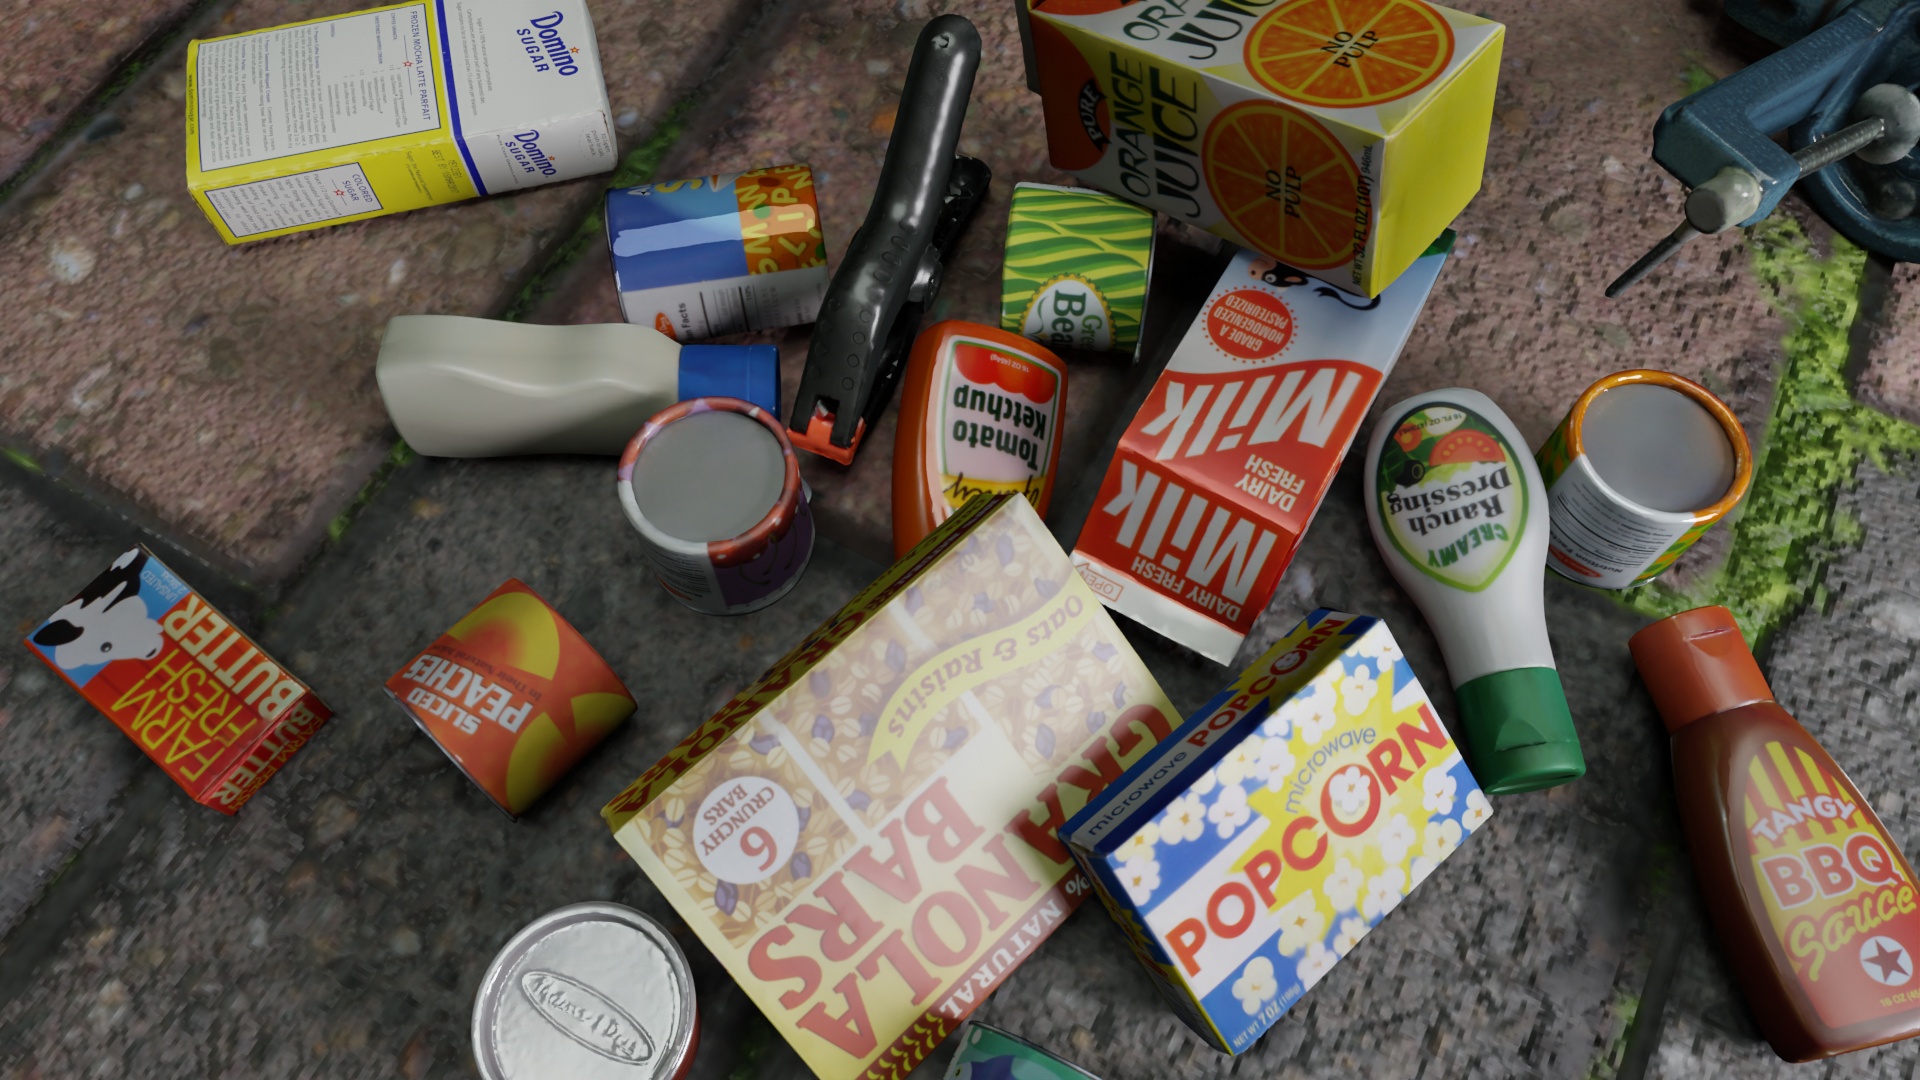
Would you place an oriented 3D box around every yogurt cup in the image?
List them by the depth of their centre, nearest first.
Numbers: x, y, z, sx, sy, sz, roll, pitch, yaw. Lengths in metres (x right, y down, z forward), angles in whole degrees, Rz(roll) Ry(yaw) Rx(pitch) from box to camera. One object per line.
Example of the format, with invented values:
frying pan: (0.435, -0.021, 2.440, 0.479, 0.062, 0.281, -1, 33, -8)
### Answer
yogurt cup: (-0.115, 0.155, 0.444, 0.072, 0.053, 0.072, 0, 64, 0)

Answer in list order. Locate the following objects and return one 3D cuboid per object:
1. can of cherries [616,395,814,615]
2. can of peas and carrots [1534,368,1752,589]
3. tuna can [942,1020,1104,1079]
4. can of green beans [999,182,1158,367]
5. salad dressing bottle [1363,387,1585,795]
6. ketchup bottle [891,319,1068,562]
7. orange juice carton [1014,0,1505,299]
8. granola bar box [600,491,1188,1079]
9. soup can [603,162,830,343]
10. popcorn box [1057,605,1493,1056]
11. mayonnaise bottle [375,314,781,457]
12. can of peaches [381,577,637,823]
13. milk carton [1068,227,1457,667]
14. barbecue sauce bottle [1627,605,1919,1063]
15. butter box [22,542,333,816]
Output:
can of cherries: (-0.090, -0.015, 0.526, 0.071, 0.058, 0.072, 0, 64, 1)
can of peas and carrots: (0.255, -0.025, 0.528, 0.071, 0.058, 0.071, 0, 64, 0)
tuna can: (0.027, 0.178, 0.424, 0.071, 0.070, 0.033, 24, 68, 12)
can of green beans: (0.048, -0.111, 0.569, 0.058, 0.071, 0.071, 6, 64, 4)
salad dressing bottle: (0.192, 0.018, 0.514, 0.064, 0.044, 0.148, -17, 66, 20)
ketchup bottle: (0.002, -0.007, 0.526, 0.065, 0.043, 0.149, 17, 68, -22)
orange juice carton: (0.093, -0.171, 0.521, 0.193, 0.071, 0.073, 32, 65, 30)
granola bar box: (-0.013, 0.082, 0.456, 0.166, 0.039, 0.124, -40, 104, -17)
soup can: (-0.099, -0.120, 0.574, 0.084, 0.071, 0.071, -10, 64, -5)
popcorn box: (0.105, 0.093, 0.460, 0.127, 0.038, 0.085, -37, 103, -17)
mayonnaise bottle: (-0.146, -0.060, 0.549, 0.148, 0.064, 0.041, 0, 60, -4)
can of peaches: (-0.157, 0.054, 0.486, 0.071, 0.071, 0.058, 40, 70, 18)
milk carton: (0.112, -0.044, 0.531, 0.072, 0.073, 0.191, 27, 67, 13)
barbecue sauce bottle: (0.278, 0.096, 0.476, 0.065, 0.043, 0.149, -12, 64, -4)
butter box: (-0.289, 0.050, 0.514, 0.103, 0.024, 0.053, 34, 68, 16)
